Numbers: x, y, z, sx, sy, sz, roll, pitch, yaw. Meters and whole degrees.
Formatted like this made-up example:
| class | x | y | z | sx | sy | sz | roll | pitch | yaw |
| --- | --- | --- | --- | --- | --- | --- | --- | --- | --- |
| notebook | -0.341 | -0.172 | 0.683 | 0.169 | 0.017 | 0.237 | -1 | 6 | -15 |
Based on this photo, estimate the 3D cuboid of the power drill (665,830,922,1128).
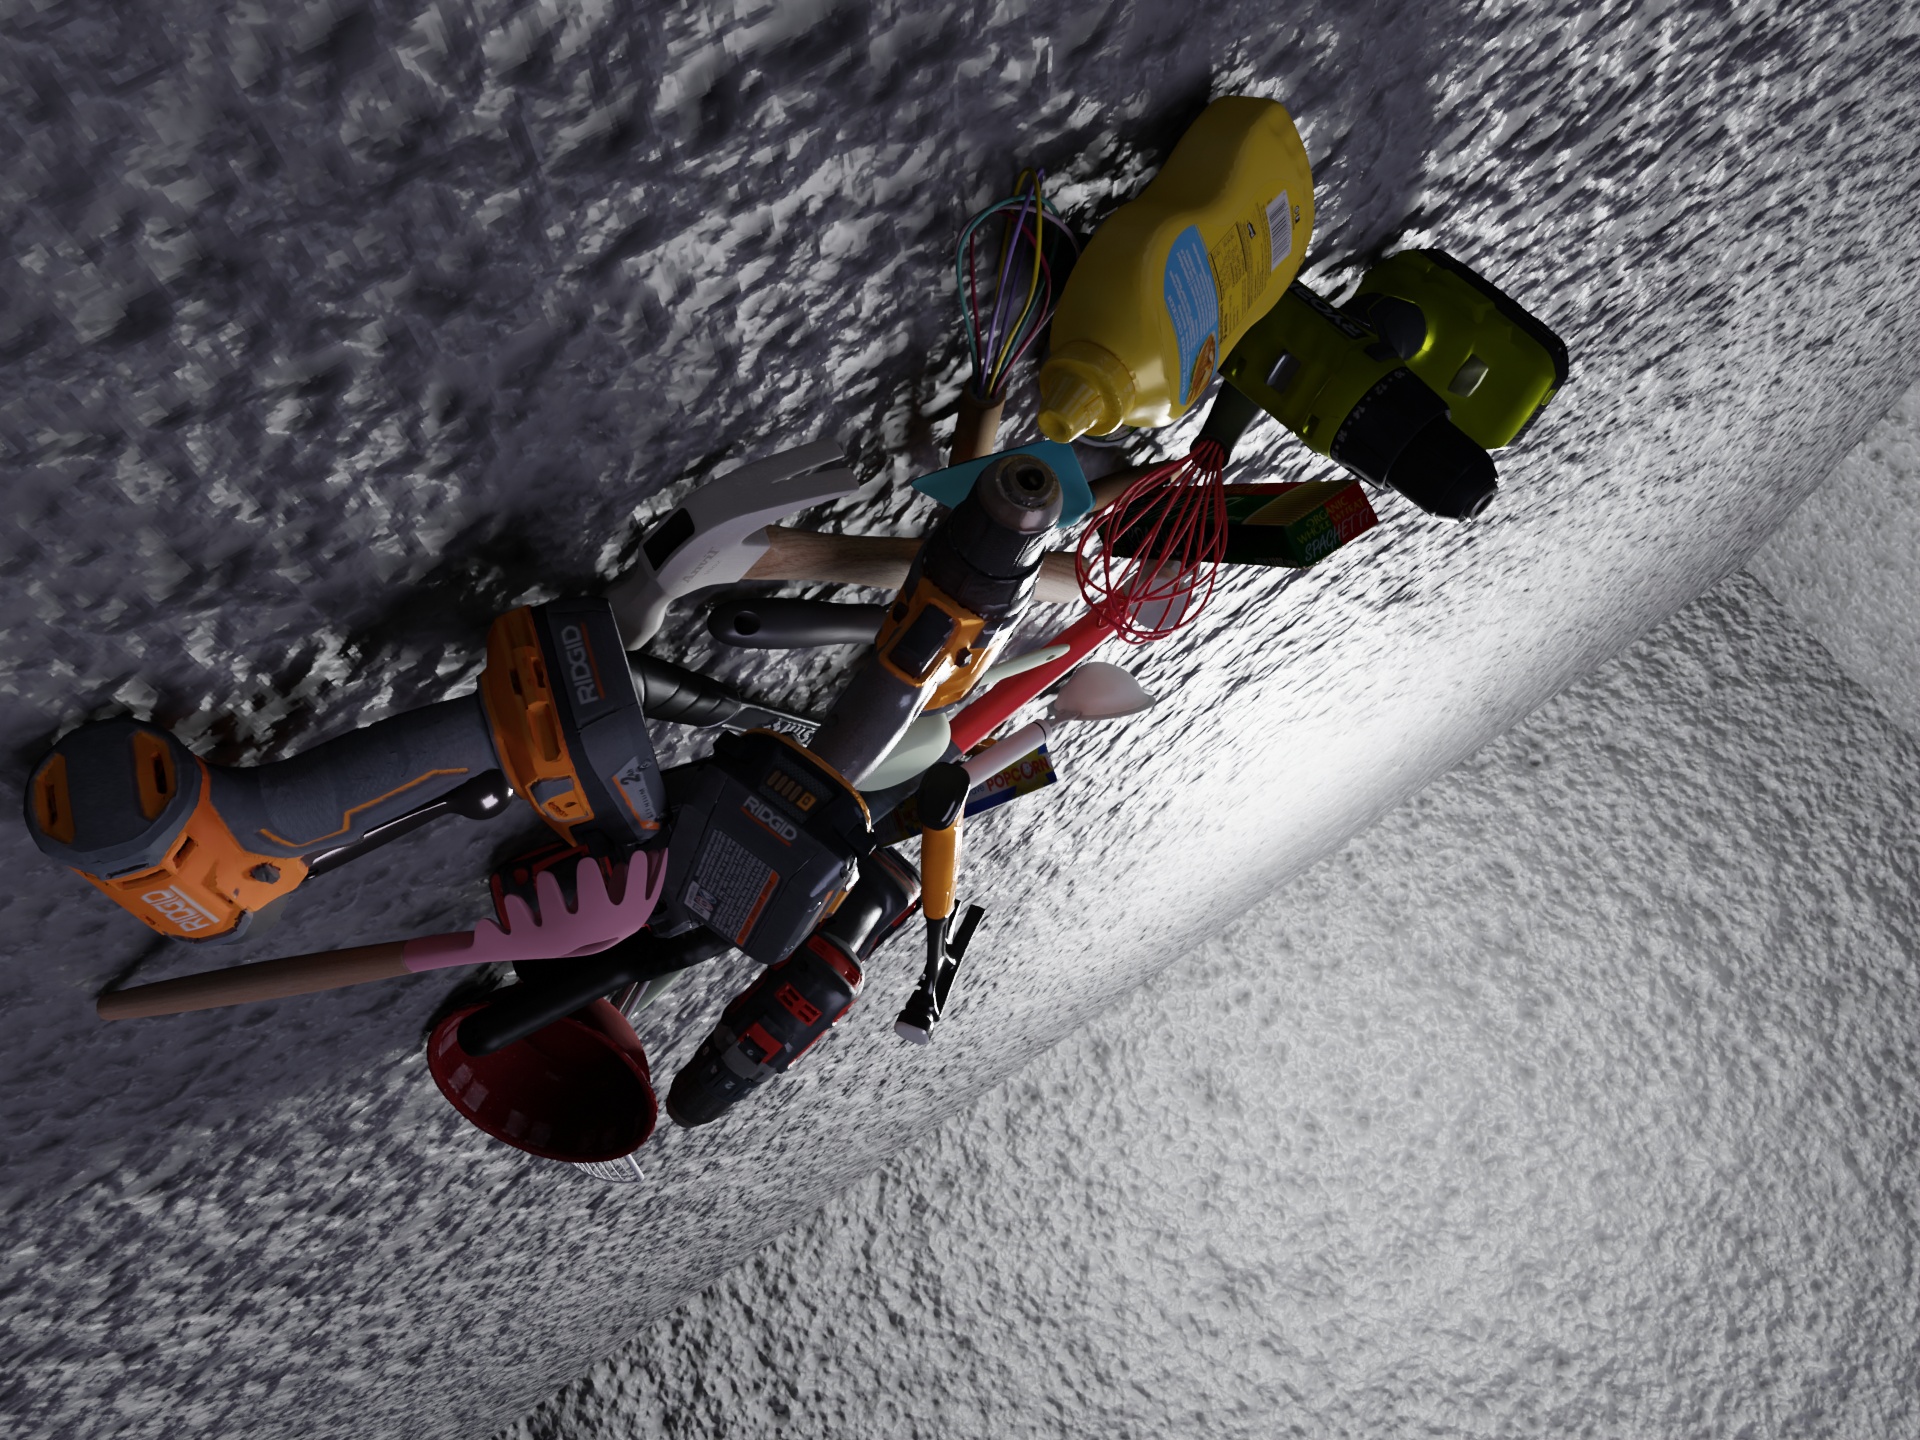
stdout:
| class | x | y | z | sx | sy | sz | roll | pitch | yaw |
| --- | --- | --- | --- | --- | --- | --- | --- | --- | --- |
| power drill | -0.122 | 0.192 | 1.172 | 0.188 | 0.080 | 0.227 | -46 | -176 | 25 |

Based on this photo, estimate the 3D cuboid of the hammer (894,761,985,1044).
| class | x | y | z | sx | sy | sz | roll | pitch | yaw |
| --- | --- | --- | --- | --- | --- | --- | --- | --- | --- |
| hammer | -0.012 | 0.120 | 1.157 | 0.336 | 0.034 | 0.127 | 94 | 18 | -58 |

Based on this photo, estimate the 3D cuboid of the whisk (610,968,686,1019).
| class | x | y | z | sx | sy | sz | roll | pitch | yaw |
| --- | --- | --- | --- | --- | --- | --- | --- | --- | --- |
| whisk | -0.187 | 0.152 | 1.156 | 0.246 | 0.059 | 0.058 | -43 | -170 | 32 |

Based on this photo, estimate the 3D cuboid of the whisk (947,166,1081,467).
| class | x | y | z | sx | sy | sz | roll | pitch | yaw |
| --- | --- | --- | --- | --- | --- | --- | --- | --- | --- |
| whisk | 0.014 | -0.167 | 0.756 | 0.051 | 0.047 | 0.244 | -31 | 164 | -19 |

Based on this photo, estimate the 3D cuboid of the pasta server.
| class | x | y | z | sx | sy | sz | roll | pitch | yaw |
| --- | --- | --- | --- | --- | --- | --- | --- | --- | --- |
| pasta server | -0.272 | 0.103 | 0.723 | 0.316 | 0.040 | 0.060 | -12 | 175 | 20 |

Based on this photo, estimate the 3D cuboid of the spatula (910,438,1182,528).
| class | x | y | z | sx | sy | sz | roll | pitch | yaw |
| --- | --- | --- | --- | --- | --- | --- | --- | --- | --- |
| spatula | 0.075 | -0.137 | 0.884 | 0.082 | 0.044 | 0.317 | -12 | -172 | 25 |

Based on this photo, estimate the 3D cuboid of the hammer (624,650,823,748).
| class | x | y | z | sx | sy | sz | roll | pitch | yaw |
| --- | --- | --- | --- | --- | --- | --- | --- | --- | --- |
| hammer | -0.125 | -0.007 | 0.903 | 0.149 | 0.036 | 0.408 | -41 | 160 | 11 |

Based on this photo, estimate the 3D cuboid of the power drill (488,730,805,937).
| class | x | y | z | sx | sy | sz | roll | pitch | yaw |
| --- | --- | --- | --- | --- | --- | --- | --- | --- | --- |
| power drill | -0.162 | 0.074 | 0.877 | 0.143 | 0.078 | 0.219 | -19 | 178 | -34 |

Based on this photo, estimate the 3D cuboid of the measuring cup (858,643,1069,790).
| class | x | y | z | sx | sy | sz | roll | pitch | yaw |
| --- | --- | --- | --- | --- | --- | --- | --- | --- | --- |
| measuring cup | -0.002 | -0.003 | 0.976 | 0.167 | 0.038 | 0.083 | -22 | 161 | -12 |

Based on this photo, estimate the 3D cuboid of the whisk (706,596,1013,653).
| class | x | y | z | sx | sy | sz | roll | pitch | yaw |
| --- | --- | --- | --- | --- | --- | --- | --- | --- | --- |
| whisk | -0.049 | -0.058 | 0.903 | 0.239 | 0.055 | 0.055 | -5 | 144 | -49 |

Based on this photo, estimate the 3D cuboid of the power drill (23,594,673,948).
| class | x | y | z | sx | sy | sz | roll | pitch | yaw |
| --- | --- | --- | --- | --- | --- | --- | --- | --- | --- |
| power drill | -0.244 | 0.034 | 0.677 | 0.226 | 0.084 | 0.164 | -16 | 158 | -10 |

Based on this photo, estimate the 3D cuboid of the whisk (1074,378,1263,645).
| class | x | y | z | sx | sy | sz | roll | pitch | yaw |
| --- | --- | --- | --- | --- | --- | --- | --- | --- | --- |
| whisk | 0.130 | -0.135 | 0.862 | 0.296 | 0.073 | 0.073 | -57 | 180 | -44 |

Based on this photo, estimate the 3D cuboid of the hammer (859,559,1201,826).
| class | x | y | z | sx | sy | sz | roll | pitch | yaw |
| --- | --- | --- | --- | --- | --- | --- | --- | --- | --- |
| hammer | 0.010 | -0.002 | 1.110 | 0.386 | 0.038 | 0.143 | -38 | -168 | 25 |

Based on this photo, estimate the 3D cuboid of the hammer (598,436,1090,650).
| class | x | y | z | sx | sy | sz | roll | pitch | yaw |
| --- | --- | --- | --- | --- | --- | --- | --- | --- | --- |
| hammer | -0.030 | -0.084 | 0.837 | 0.130 | 0.031 | 0.331 | -40 | 158 | 31 |

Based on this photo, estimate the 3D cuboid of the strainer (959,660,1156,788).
| class | x | y | z | sx | sy | sz | roll | pitch | yaw |
| --- | --- | --- | --- | --- | --- | --- | --- | --- | --- |
| strainer | 0.065 | 0.004 | 1.205 | 0.258 | 0.087 | 0.050 | -30 | 117 | -41 |

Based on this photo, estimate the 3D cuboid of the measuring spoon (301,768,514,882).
| class | x | y | z | sx | sy | sz | roll | pitch | yaw |
| --- | --- | --- | --- | --- | --- | --- | --- | --- | --- |
| measuring spoon | -0.282 | 0.060 | 0.808 | 0.124 | 0.018 | 0.034 | -27 | 159 | -24 |

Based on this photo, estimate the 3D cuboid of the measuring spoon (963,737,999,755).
| class | x | y | z | sx | sy | sz | roll | pitch | yaw |
| --- | --- | --- | --- | --- | --- | --- | --- | --- | --- |
| measuring spoon | -0.005 | 0.018 | 1.212 | 0.021 | 0.011 | 0.116 | -40 | 158 | 24 |

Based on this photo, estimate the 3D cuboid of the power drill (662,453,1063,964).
| class | x | y | z | sx | sy | sz | roll | pitch | yaw |
| --- | --- | --- | --- | --- | --- | --- | --- | --- | --- |
| power drill | -0.036 | -0.013 | 0.736 | 0.226 | 0.084 | 0.185 | -52 | 178 | -32 |

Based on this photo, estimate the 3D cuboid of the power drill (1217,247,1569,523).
| class | x | y | z | sx | sy | sz | roll | pitch | yaw |
| --- | --- | --- | --- | --- | --- | --- | --- | --- | --- |
| power drill | 0.248 | -0.191 | 0.885 | 0.228 | 0.191 | 0.080 | -22 | 150 | -47 |

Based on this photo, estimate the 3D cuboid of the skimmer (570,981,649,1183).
| class | x | y | z | sx | sy | sz | roll | pitch | yaw |
| --- | --- | --- | --- | --- | --- | --- | --- | --- | --- |
| skimmer | -0.215 | 0.195 | 1.143 | 0.090 | 0.127 | 0.363 | -3 | 133 | -50 |
